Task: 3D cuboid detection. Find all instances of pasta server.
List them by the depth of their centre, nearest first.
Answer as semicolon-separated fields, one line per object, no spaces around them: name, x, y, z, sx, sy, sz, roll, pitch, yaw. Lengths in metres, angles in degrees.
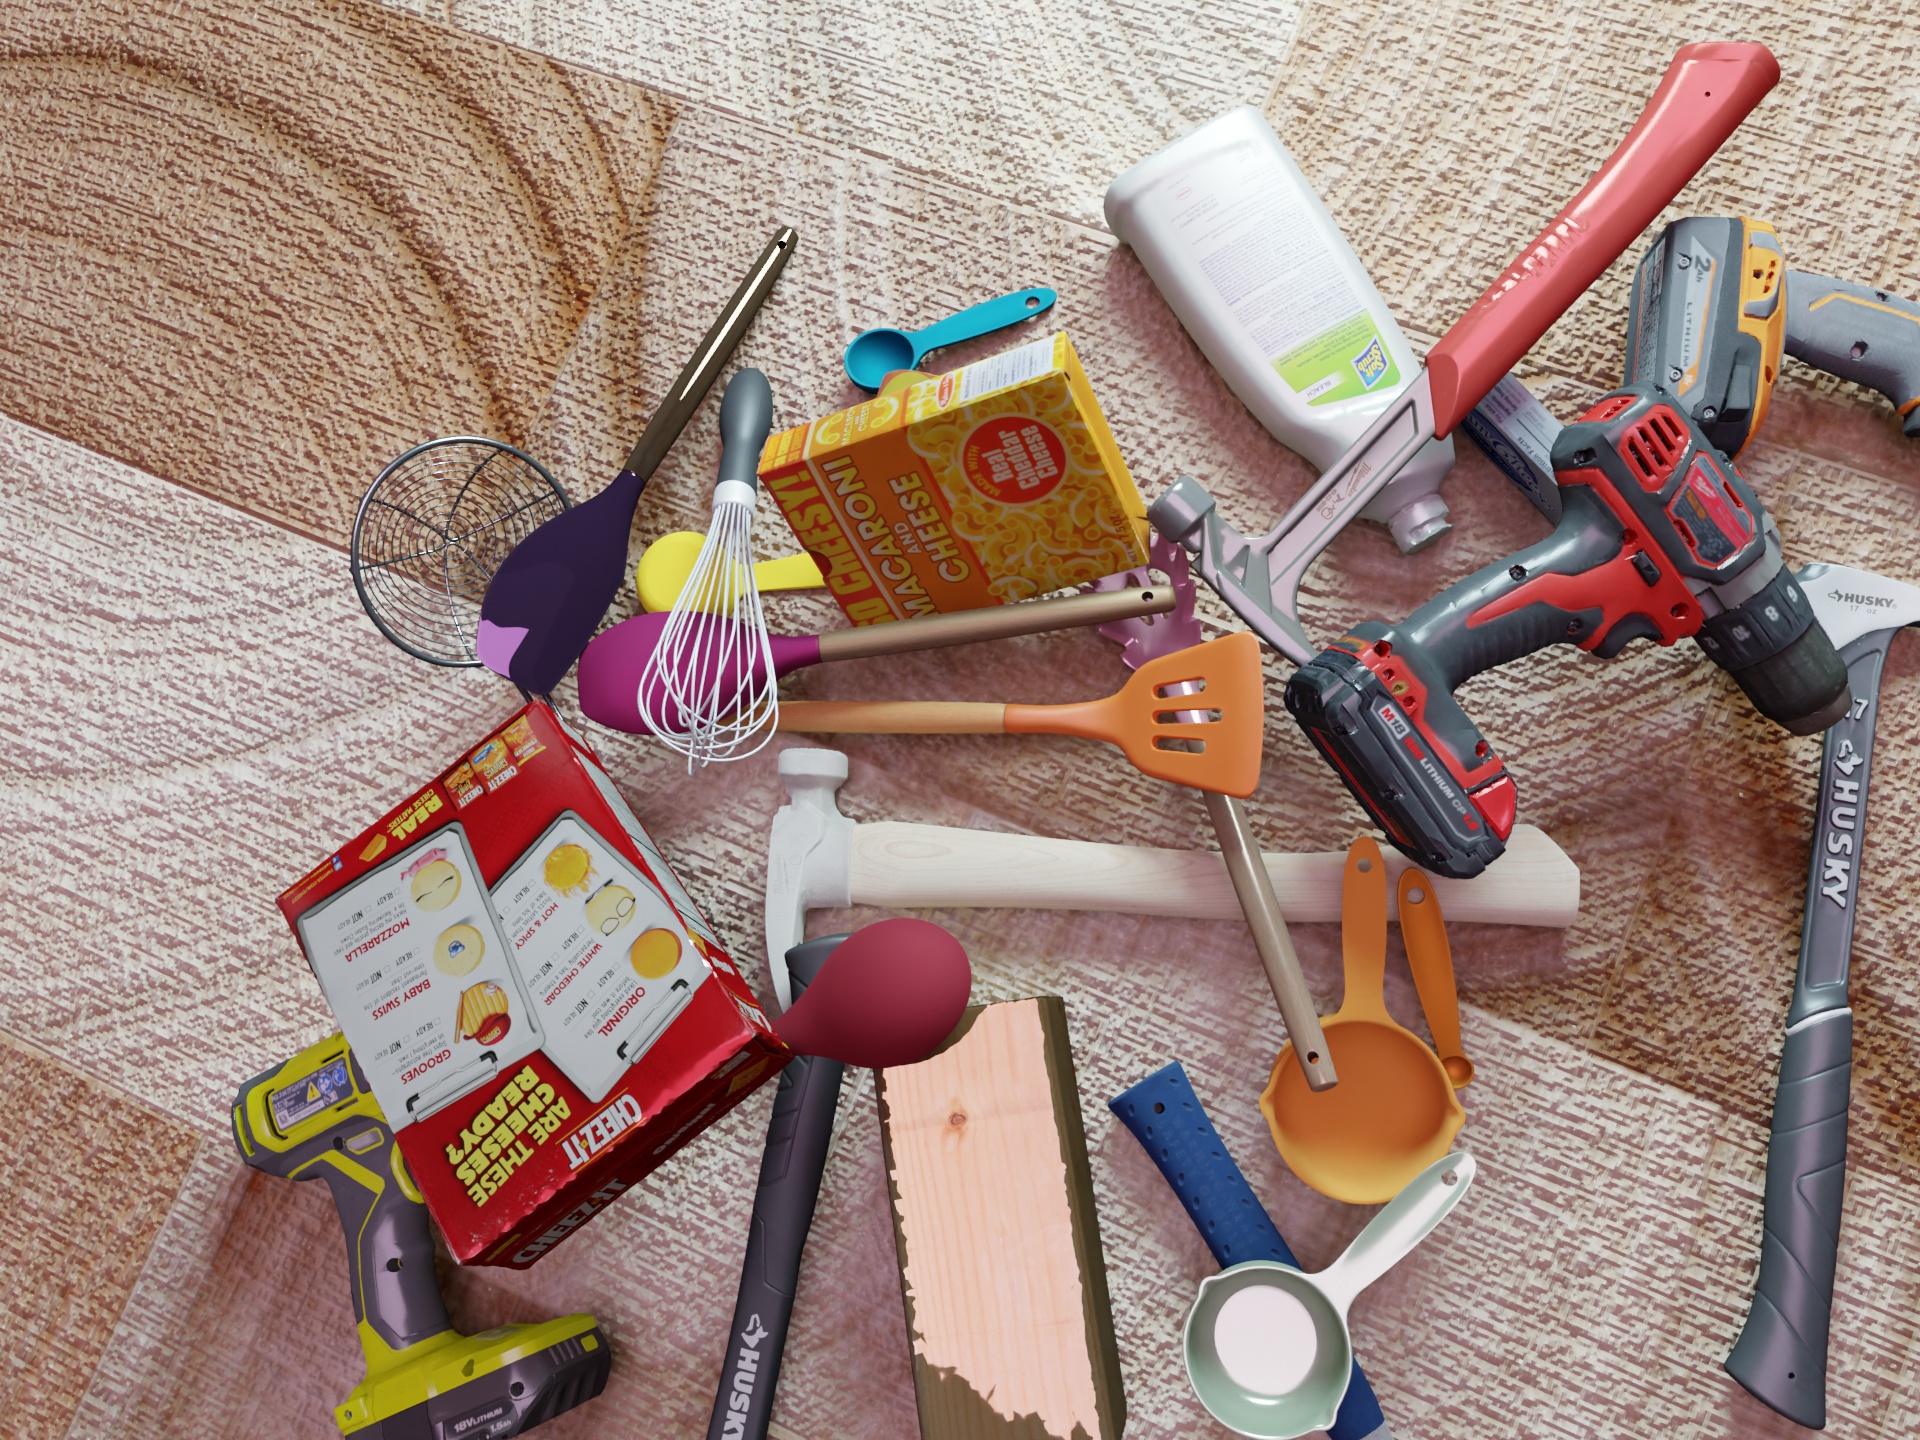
pasta server;0.125;0.031;0.792;0.060;0.040;0.316;-24;61;15

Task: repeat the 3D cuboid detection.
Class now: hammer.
hammer;0.202;0.345;0.756;0.144;0.035;0.406;-33;76;2
hammer;0.420;0.125;0.765;0.149;0.036;0.409;9;81;9
hammer;0.266;-0.179;0.782;0.149;0.036;0.359;44;97;3
hammer;-0.088;0.269;0.798;0.146;0.035;0.335;12;89;11
hammer;0.102;0.092;0.820;0.410;0.038;0.146;1;81;9

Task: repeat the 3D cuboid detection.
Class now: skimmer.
skimmer;-0.203;0.016;0.854;0.127;0.090;0.363;-27;77;-26

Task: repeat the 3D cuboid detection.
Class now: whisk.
whisk;-0.122;-0.090;0.834;0.070;0.070;0.285;-6;50;8

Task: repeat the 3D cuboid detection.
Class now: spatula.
spatula;-0.001;-0.003;0.825;0.322;0.041;0.081;0;86;20
spatula;-0.171;-0.156;0.882;0.059;0.018;0.316;32;70;-10

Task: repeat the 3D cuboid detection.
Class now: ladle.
ladle;-0.130;0.175;0.793;0.315;0.031;0.069;-27;62;26

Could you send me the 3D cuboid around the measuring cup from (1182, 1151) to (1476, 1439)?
measuring cup;0.175;0.259;0.740;0.167;0.038;0.083;-43;76;-2

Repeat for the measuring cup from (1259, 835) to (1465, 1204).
measuring cup;0.195;0.144;0.780;0.095;0.052;0.174;1;84;9

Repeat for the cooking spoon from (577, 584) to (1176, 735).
cooking spoon;-0.048;-0.042;0.828;0.319;0.017;0.069;-8;75;6

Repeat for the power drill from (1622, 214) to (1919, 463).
power drill;0.457;-0.163;0.791;0.226;0.084;0.164;7;81;6

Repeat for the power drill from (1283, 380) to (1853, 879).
power drill;0.290;-0.022;0.745;0.226;0.080;0.188;-39;97;1

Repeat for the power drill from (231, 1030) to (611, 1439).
power drill;-0.271;0.258;0.815;0.171;0.080;0.223;-28;75;16

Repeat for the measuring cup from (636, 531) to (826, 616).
measuring cup;-0.107;-0.085;0.888;0.156;0.029;0.062;-7;78;9

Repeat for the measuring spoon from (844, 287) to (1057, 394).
measuring spoon;-0.004;-0.216;0.908;0.128;0.021;0.042;-21;64;-5

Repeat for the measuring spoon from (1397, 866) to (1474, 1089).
measuring spoon;0.234;0.127;0.786;0.021;0.011;0.117;-13;99;8
